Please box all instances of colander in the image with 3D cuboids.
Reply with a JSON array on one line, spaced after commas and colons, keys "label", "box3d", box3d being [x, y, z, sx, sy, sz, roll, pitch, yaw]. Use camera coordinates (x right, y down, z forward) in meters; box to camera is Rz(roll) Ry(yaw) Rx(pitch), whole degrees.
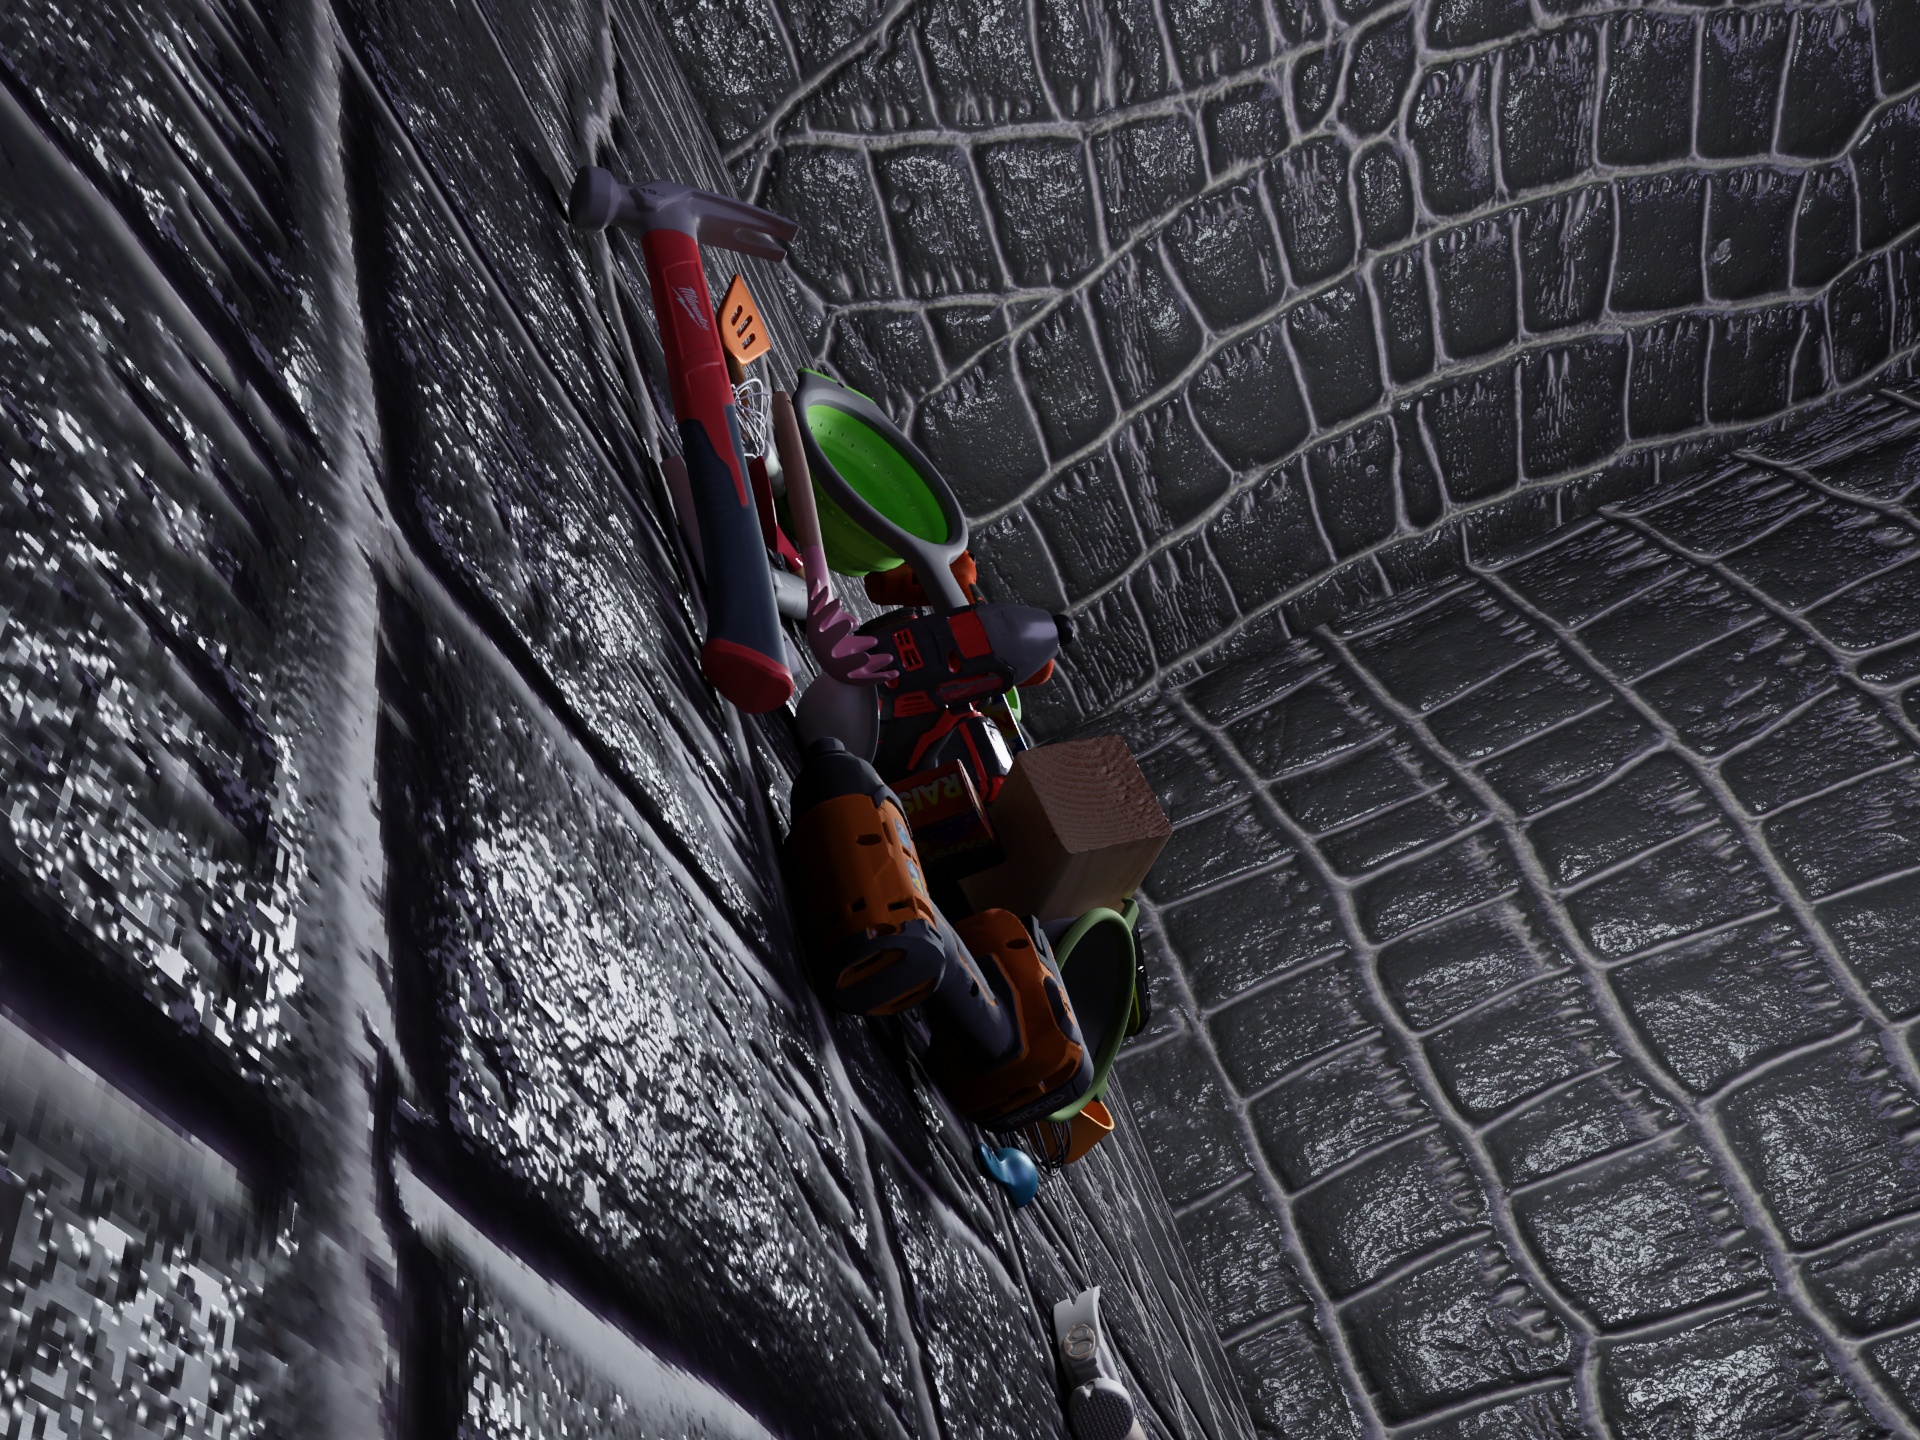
[{"label": "colander", "box3d": [-0.064, -0.134, 1.387, 0.204, 0.094, 0.397, 14, 40, -50]}]

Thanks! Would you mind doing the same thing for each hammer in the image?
[{"label": "hammer", "box3d": [-0.125, -0.091, 1.053, 0.335, 0.035, 0.146, -23, 91, -87]}, {"label": "hammer", "box3d": [0.153, 0.569, 1.025, 0.146, 0.038, 0.410, -101, 168, -82]}, {"label": "hammer", "box3d": [-0.129, -0.168, 0.902, 0.038, 0.143, 0.387, -52, -136, 43]}]

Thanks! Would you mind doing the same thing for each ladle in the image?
[{"label": "ladle", "box3d": [-0.127, -0.117, 1.287, 0.315, 0.031, 0.069, 65, 10, -67]}]

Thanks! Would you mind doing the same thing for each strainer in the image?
[{"label": "strainer", "box3d": [0.032, 0.198, 1.061, 0.256, 0.069, 0.151, -1, 101, -58]}, {"label": "strainer", "box3d": [-0.061, 0.061, 0.988, 0.087, 0.050, 0.259, -39, -117, 54]}]

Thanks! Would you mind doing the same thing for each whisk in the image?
[{"label": "whisk", "box3d": [0.024, 0.220, 1.155, 0.055, 0.055, 0.239, 35, 34, -84]}, {"label": "whisk", "box3d": [-0.161, -0.213, 1.242, 0.058, 0.059, 0.246, 40, -4, 5]}]

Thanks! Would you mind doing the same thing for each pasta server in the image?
[{"label": "pasta server", "box3d": [-0.095, -0.131, 1.050, 0.060, 0.040, 0.317, 47, 19, -42]}]

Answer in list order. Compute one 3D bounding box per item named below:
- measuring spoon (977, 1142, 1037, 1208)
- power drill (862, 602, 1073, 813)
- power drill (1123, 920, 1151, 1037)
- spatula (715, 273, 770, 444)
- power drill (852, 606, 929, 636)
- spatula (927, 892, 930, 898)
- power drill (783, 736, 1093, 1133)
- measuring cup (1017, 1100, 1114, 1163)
[{"label": "measuring spoon", "box3d": [0.033, 0.295, 1.058, 0.128, 0.021, 0.042, 64, 4, -63]}, {"label": "power drill", "box3d": [-0.002, -0.004, 1.104, 0.219, 0.143, 0.079, 100, -30, -59]}, {"label": "power drill", "box3d": [0.101, 0.256, 1.480, 0.223, 0.080, 0.171, -6, 86, -64]}, {"label": "spatula", "box3d": [-0.194, -0.313, 1.423, 0.323, 0.041, 0.081, -107, 174, -57]}, {"label": "power drill", "box3d": [-0.034, 0.010, 1.528, 0.227, 0.080, 0.187, -103, 169, -58]}, {"label": "spatula", "box3d": [-0.025, 0.139, 1.240, 0.316, 0.018, 0.059, -96, 168, -76]}, {"label": "power drill", "box3d": [-0.018, 0.114, 0.863, 0.226, 0.084, 0.164, 51, 14, -46]}, {"label": "measuring cup", "box3d": [0.038, 0.270, 1.211, 0.173, 0.052, 0.095, 41, 6, -11]}]
